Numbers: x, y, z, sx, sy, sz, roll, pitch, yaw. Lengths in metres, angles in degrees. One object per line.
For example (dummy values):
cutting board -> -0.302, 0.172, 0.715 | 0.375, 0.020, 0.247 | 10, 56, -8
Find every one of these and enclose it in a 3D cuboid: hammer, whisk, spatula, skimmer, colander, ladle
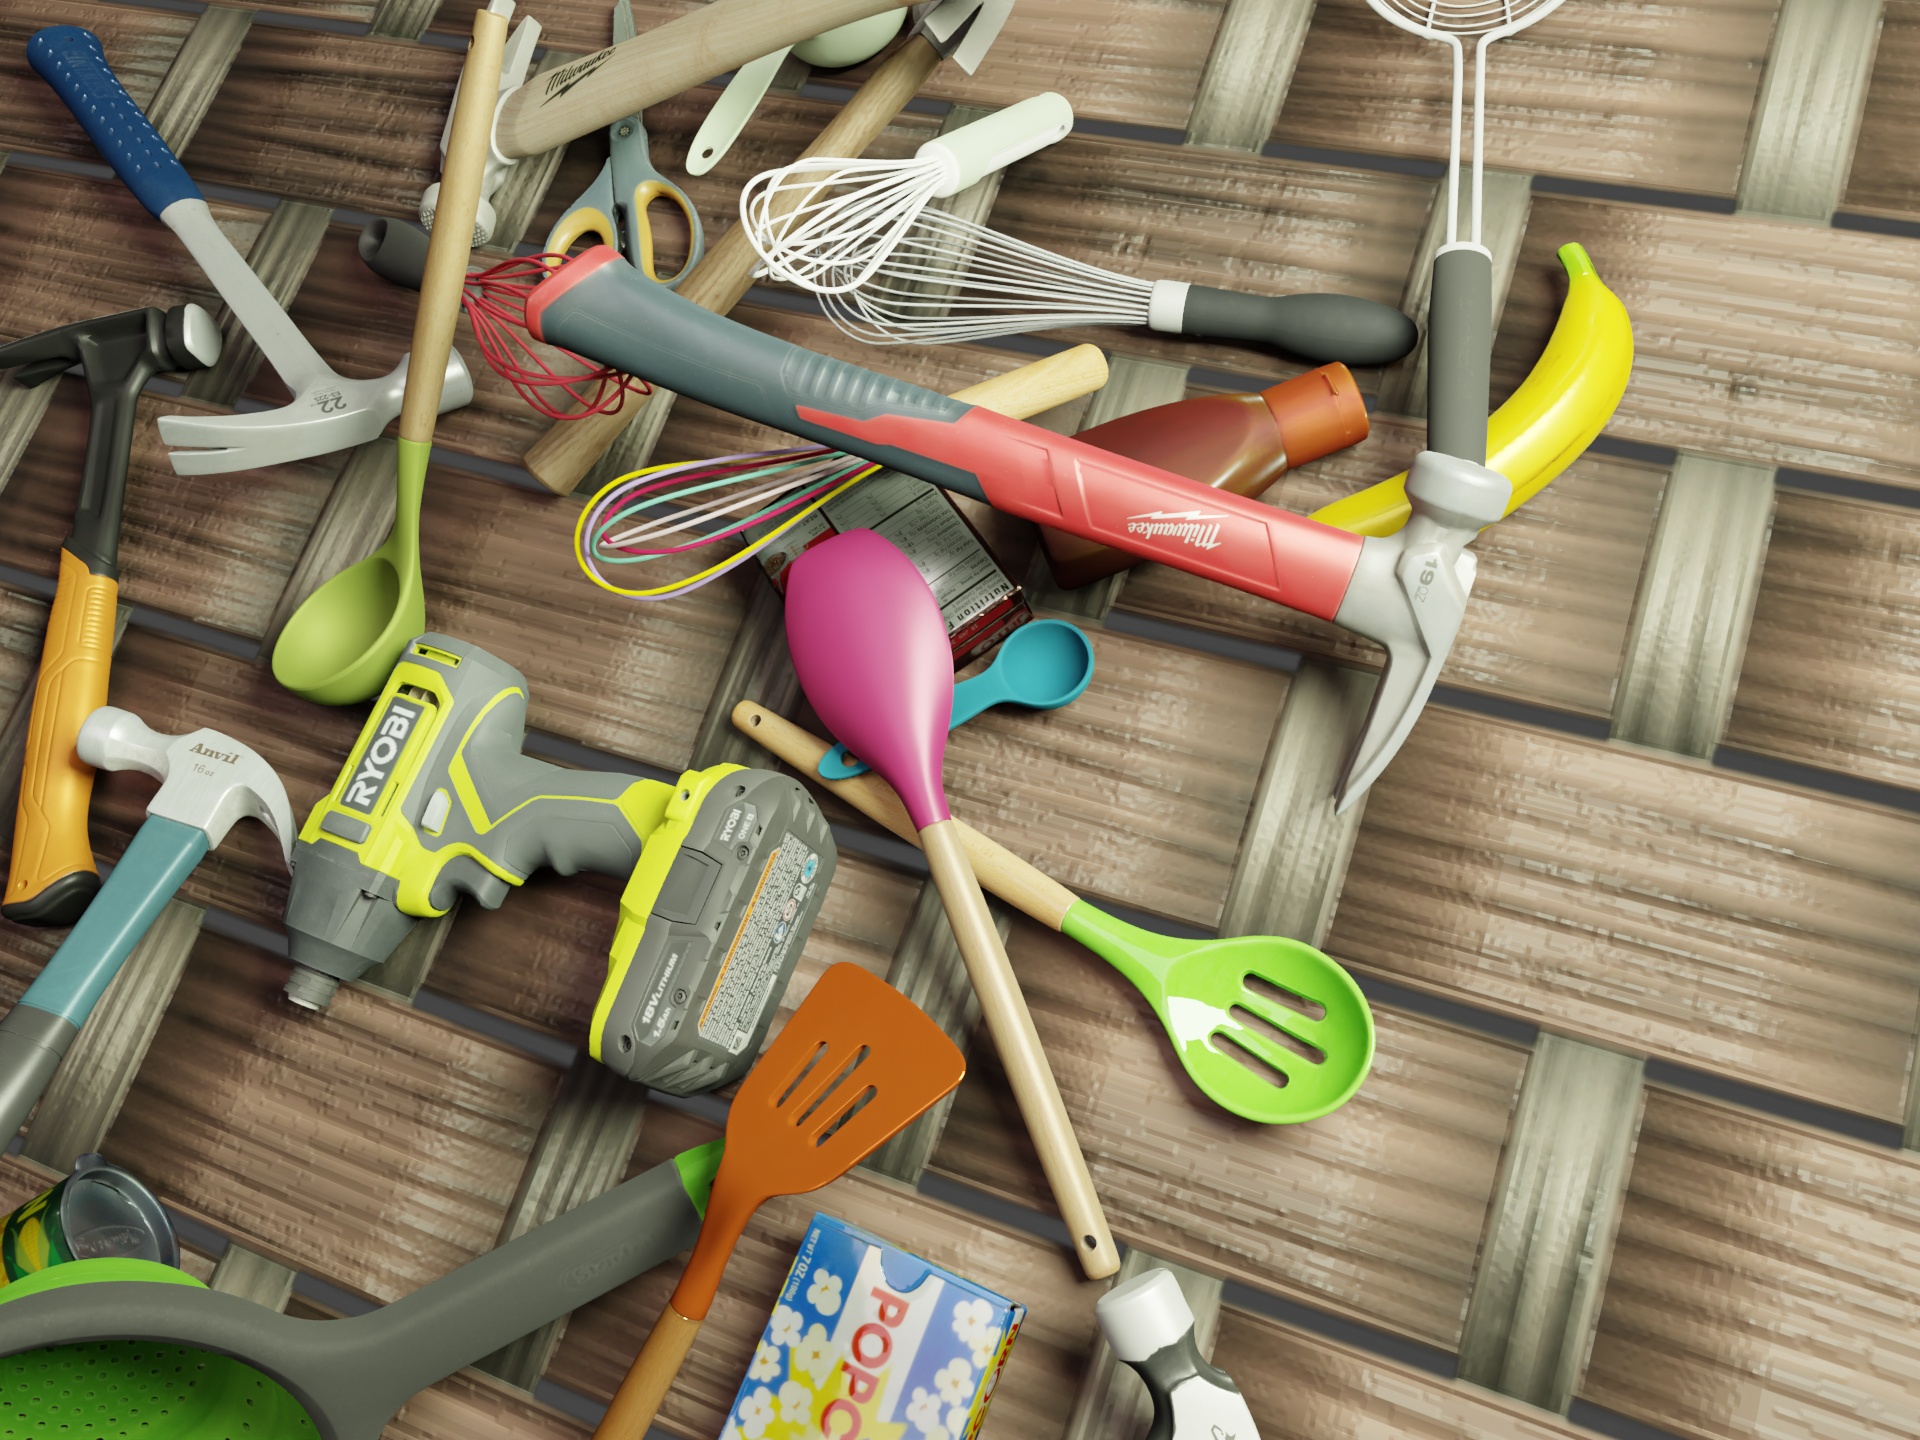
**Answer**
hammer -> -0.390, 0.136, 0.663 | 0.128, 0.033, 0.331 | 16, 51, 2
whisk -> 0.064, -0.194, 0.728 | 0.284, 0.070, 0.070 | 11, 74, 12
spatula -> -0.107, 0.243, 0.599 | 0.081, 0.041, 0.322 | 31, 94, 40
hammer -> -0.104, -0.334, 0.752 | 0.411, 0.038, 0.146 | -3, 69, 36
whisk -> -0.050, -0.116, 0.687 | 0.245, 0.051, 0.047 | -23, 60, -8
hammer -> 0.005, -0.090, 0.633 | 0.386, 0.038, 0.143 | 20, 108, 6
skimmer -> 0.216, -0.263, 0.675 | 0.127, 0.090, 0.364 | 3, 64, 14
hammer -> -0.425, -0.270, 0.867 | 0.144, 0.035, 0.406 | -28, 59, -27
colander -> -0.264, 0.244, 0.627 | 0.397, 0.204, 0.095 | -25, 31, -13
hammer -> -0.458, -0.059, 0.819 | 0.127, 0.034, 0.337 | -9, 69, 10
hammer -> -0.043, 0.327, 0.530 | 0.335, 0.035, 0.146 | -25, 79, -7
ladle -> -0.252, -0.153, 0.712 | 0.078, 0.062, 0.320 | 38, 118, 44
whisk -> -0.228, -0.205, 0.769 | 0.296, 0.073, 0.073 | 32, 80, 42
whisk -> -0.014, -0.241, 0.705 | 0.059, 0.058, 0.246 | 50, 46, -3
hammer -> -0.093, -0.238, 0.768 | 0.331, 0.031, 0.130 | -48, 22, 2

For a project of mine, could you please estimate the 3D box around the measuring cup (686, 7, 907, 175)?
measuring cup -> -0.088, -0.341, 0.827 | 0.083, 0.038, 0.167 | 29, 82, 22

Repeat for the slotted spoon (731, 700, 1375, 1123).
slotted spoon -> 0.026, 0.066, 0.656 | 0.314, 0.031, 0.070 | 29, 82, 24

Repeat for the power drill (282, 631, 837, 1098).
power drill -> -0.181, 0.069, 0.682 | 0.223, 0.080, 0.171 | 16, 75, 23

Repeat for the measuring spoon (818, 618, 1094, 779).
measuring spoon -> -0.001, -0.002, 0.686 | 0.128, 0.021, 0.042 | -26, 60, 1

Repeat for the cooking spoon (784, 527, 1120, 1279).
cooking spoon -> -0.001, 0.066, 0.641 | 0.069, 0.017, 0.319 | -24, 76, 11
